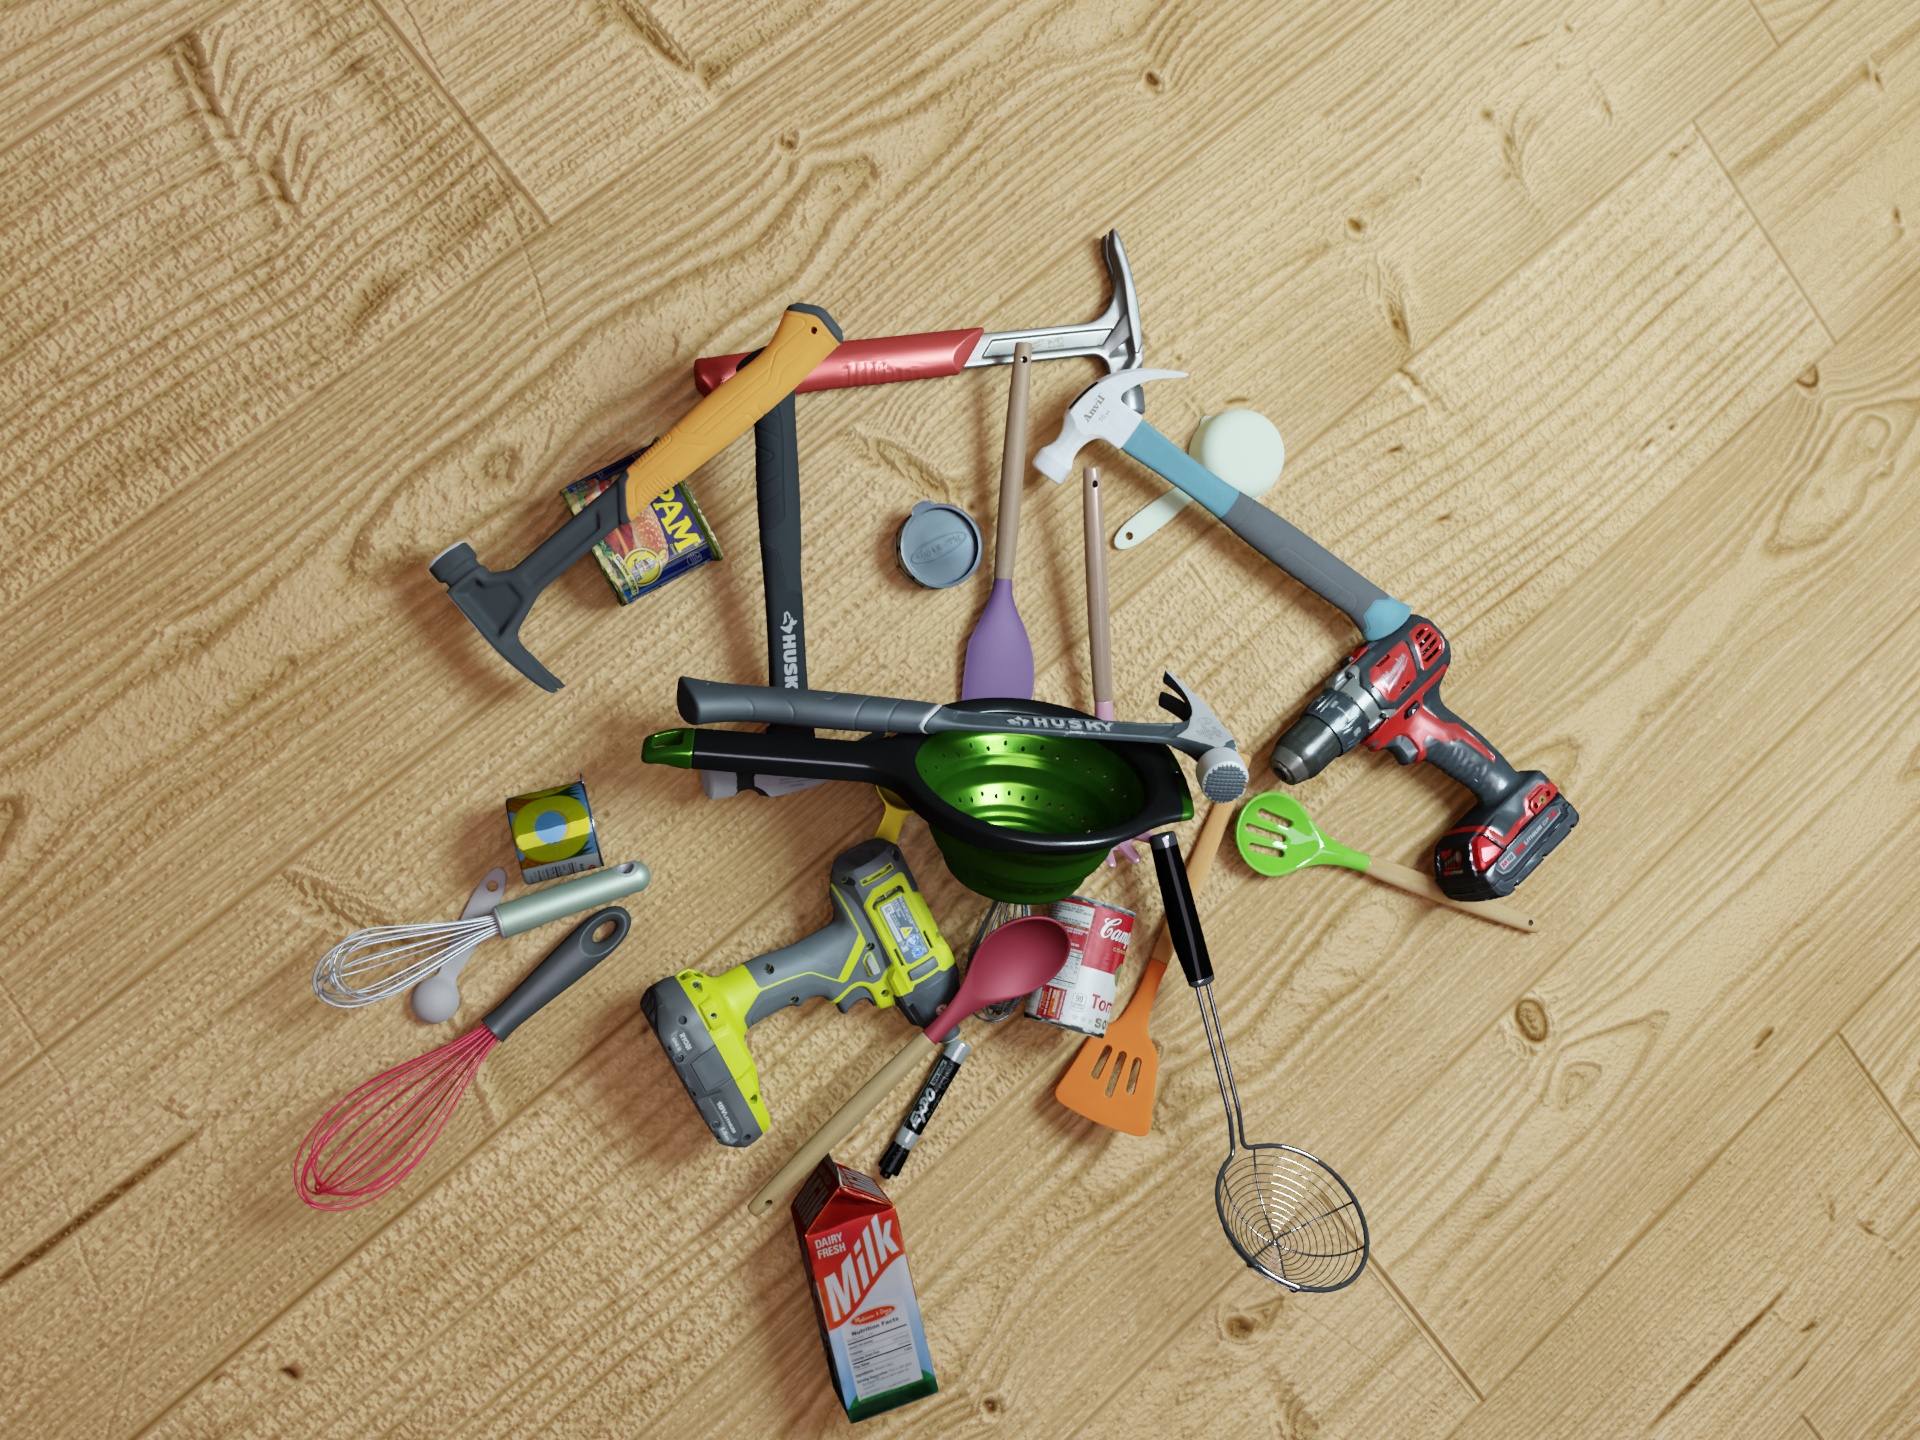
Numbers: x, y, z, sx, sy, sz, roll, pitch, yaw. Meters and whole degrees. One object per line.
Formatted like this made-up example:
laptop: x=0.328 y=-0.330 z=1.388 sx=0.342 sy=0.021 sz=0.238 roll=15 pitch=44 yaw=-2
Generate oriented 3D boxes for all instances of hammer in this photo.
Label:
hammer: x=-0.002 y=-0.004 z=1.167 sx=0.409 sy=0.149 sz=0.036 roll=4 pitch=118 yaw=-8
hammer: x=-0.127 y=-0.110 z=1.180 sx=0.146 sy=0.035 sz=0.334 roll=-7 pitch=105 yaw=-22
hammer: x=0.226 y=-0.165 z=1.282 sx=0.331 sy=0.033 sz=0.128 roll=33 pitch=101 yaw=-13
hammer: x=-0.029 y=-0.295 z=1.245 sx=0.359 sy=0.037 sz=0.149 roll=-9 pitch=92 yaw=-15
hammer: x=-0.212 y=-0.167 z=1.122 sx=0.337 sy=0.034 sz=0.127 roll=-39 pitch=96 yaw=8

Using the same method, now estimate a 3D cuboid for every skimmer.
skimmer: x=0.224 y=0.261 z=1.242 sx=0.127 sy=0.090 sz=0.363 roll=-15 pitch=91 yaw=-35

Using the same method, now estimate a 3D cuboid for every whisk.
whisk: x=-0.355 y=0.239 z=1.155 sx=0.296 sy=0.073 sz=0.073 roll=-43 pitch=100 yaw=-17
whisk: x=0.043 y=0.120 z=1.263 sx=0.055 sy=0.055 sz=0.239 roll=11 pitch=83 yaw=-14
whisk: x=-0.342 y=0.150 z=1.153 sx=0.246 sy=0.058 sz=0.059 roll=-18 pitch=124 yaw=-23

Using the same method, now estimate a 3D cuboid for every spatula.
spatula: x=0.038 y=-0.137 z=1.255 sx=0.059 sy=0.018 sz=0.316 roll=2 pitch=99 yaw=-15
spatula: x=0.173 y=0.174 z=1.296 sx=0.081 sy=0.041 sz=0.323 roll=23 pitch=83 yaw=6

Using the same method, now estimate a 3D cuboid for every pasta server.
pasta server: x=0.115 y=-0.042 z=1.260 sx=0.060 sy=0.040 sz=0.316 roll=-8 pitch=101 yaw=-18

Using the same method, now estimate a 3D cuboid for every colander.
colander: x=-0.034 y=0.064 z=1.170 sx=0.397 sy=0.205 sz=0.094 roll=5 pitch=119 yaw=-8

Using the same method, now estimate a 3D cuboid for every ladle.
ladle: x=-0.041 y=0.259 z=1.198 sx=0.315 sy=0.031 sz=0.069 roll=-43 pitch=118 yaw=-5

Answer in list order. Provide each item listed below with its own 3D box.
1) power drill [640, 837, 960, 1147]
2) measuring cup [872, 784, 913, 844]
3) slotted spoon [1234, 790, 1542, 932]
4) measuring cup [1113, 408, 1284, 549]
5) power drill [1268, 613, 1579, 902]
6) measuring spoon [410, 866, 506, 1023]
power drill: x=-0.111 y=0.215 z=1.203 sx=0.223 sy=0.080 sz=0.171 roll=-29 pitch=108 yaw=-16
measuring cup: x=-0.060 y=0.086 z=1.249 sx=0.062 sy=0.029 sz=0.156 roll=21 pitch=97 yaw=-17
slotted spoon: x=0.365 y=0.132 z=1.354 sx=0.313 sy=0.031 sz=0.070 roll=20 pitch=83 yaw=-16
measuring cup: x=0.195 y=-0.192 z=1.302 sx=0.167 sy=0.038 sz=0.083 roll=-38 pitch=99 yaw=-12
power drill: x=0.379 y=0.046 z=1.322 sx=0.188 sy=0.080 sz=0.226 roll=-40 pitch=92 yaw=-17
measuring spoon: x=-0.366 y=0.165 z=1.168 sx=0.034 sy=0.018 sz=0.124 roll=27 pitch=83 yaw=-13
